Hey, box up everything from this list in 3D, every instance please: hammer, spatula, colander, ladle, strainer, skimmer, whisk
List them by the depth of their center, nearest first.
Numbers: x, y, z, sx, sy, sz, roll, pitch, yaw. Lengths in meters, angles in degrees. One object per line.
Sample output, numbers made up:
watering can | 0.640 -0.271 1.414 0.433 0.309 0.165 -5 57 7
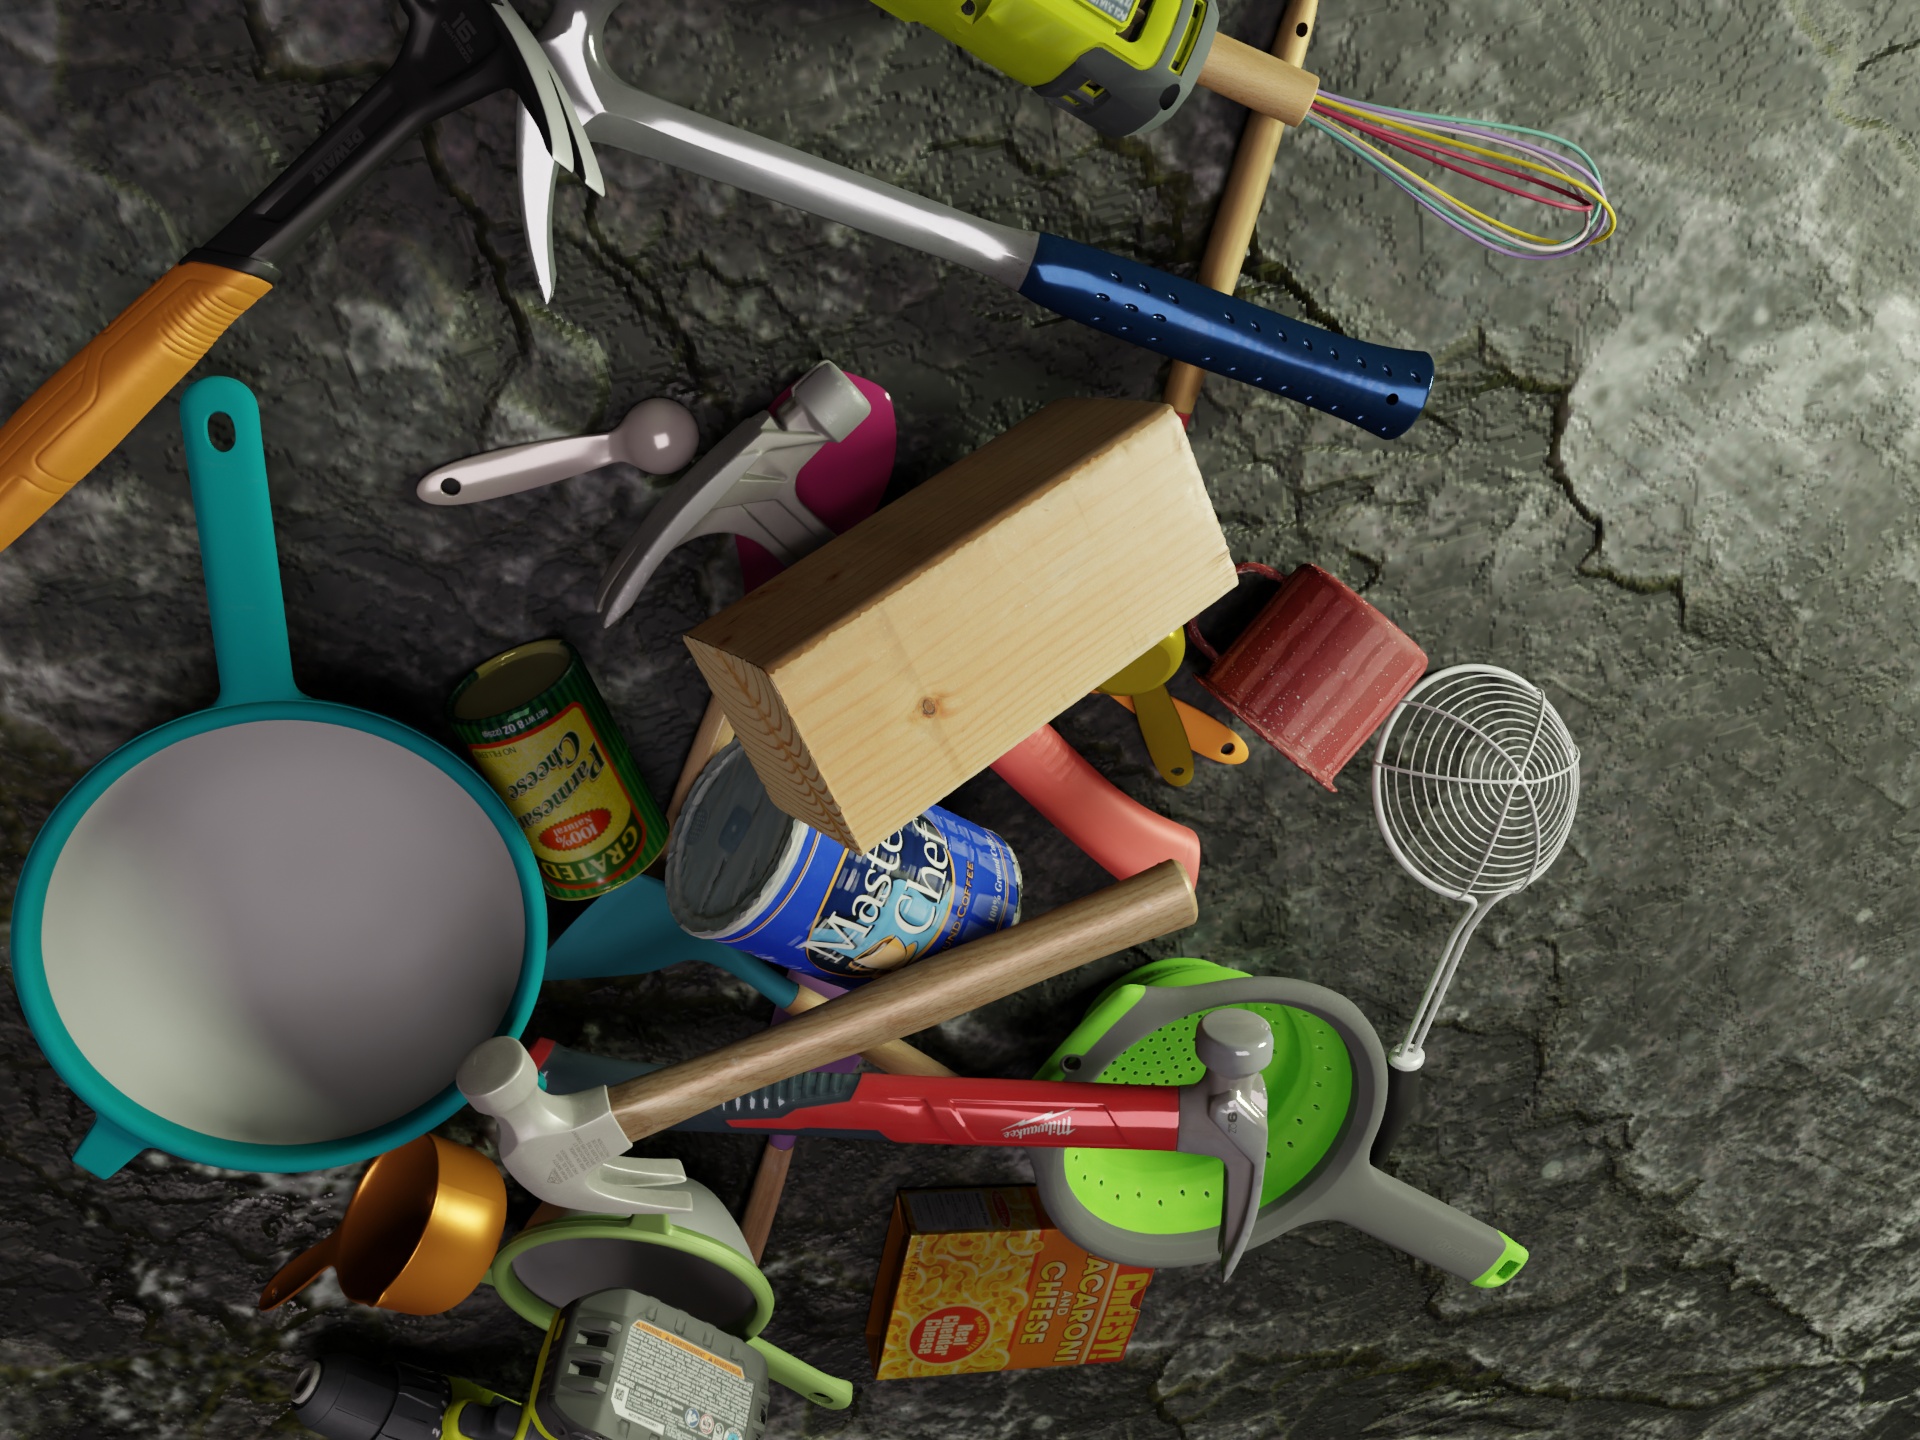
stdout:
hammer | -0.287 -0.149 0.600 0.337 0.034 0.127 -37 77 12
whisk | 0.167 -0.253 0.667 0.245 0.047 0.051 20 110 -8
hammer | 0.016 -0.192 0.671 0.405 0.035 0.144 15 113 -17
strainer | -0.297 0.023 0.698 0.211 0.095 0.340 -6 102 -15
hammer | -0.047 0.139 0.728 0.331 0.031 0.129 -21 131 -5
ladle | 0.108 -0.169 0.734 0.069 0.031 0.315 8 114 -17
hammer | -0.001 -0.002 0.774 0.149 0.037 0.358 -44 123 5
hammer | -0.041 0.209 0.807 0.386 0.038 0.143 2 111 3
spatula | -0.071 0.166 0.841 0.317 0.044 0.082 35 112 -27
strainer | -0.142 0.315 0.898 0.151 0.069 0.256 -24 130 27
spatula | -0.107 0.262 0.913 0.059 0.018 0.315 10 114 -20
colander | 0.190 0.240 0.939 0.396 0.095 0.204 31 106 -28
skimmer | 0.269 0.137 0.945 0.127 0.090 0.363 -5 129 -16

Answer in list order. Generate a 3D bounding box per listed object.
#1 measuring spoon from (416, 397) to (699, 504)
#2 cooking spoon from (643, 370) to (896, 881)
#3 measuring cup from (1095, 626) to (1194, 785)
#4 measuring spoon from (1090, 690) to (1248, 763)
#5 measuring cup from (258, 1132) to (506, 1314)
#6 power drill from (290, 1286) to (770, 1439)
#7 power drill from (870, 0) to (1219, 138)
measuring spoon | -0.174 -0.111 0.690 0.124 0.018 0.034 -15 121 -7
cooking spoon | -0.108 -0.016 0.760 0.068 0.017 0.318 15 112 -23
measuring cup | 0.096 -0.005 0.797 0.062 0.029 0.156 -16 137 12
measuring spoon | 0.109 -0.002 0.833 0.116 0.011 0.021 27 108 -27
measuring cup | -0.306 0.284 0.844 0.173 0.095 0.052 -36 132 28
power drill | -0.236 0.382 0.872 0.228 0.080 0.190 -28 126 33
power drill | 0.033 -0.339 0.539 0.171 0.080 0.223 22 86 -24
